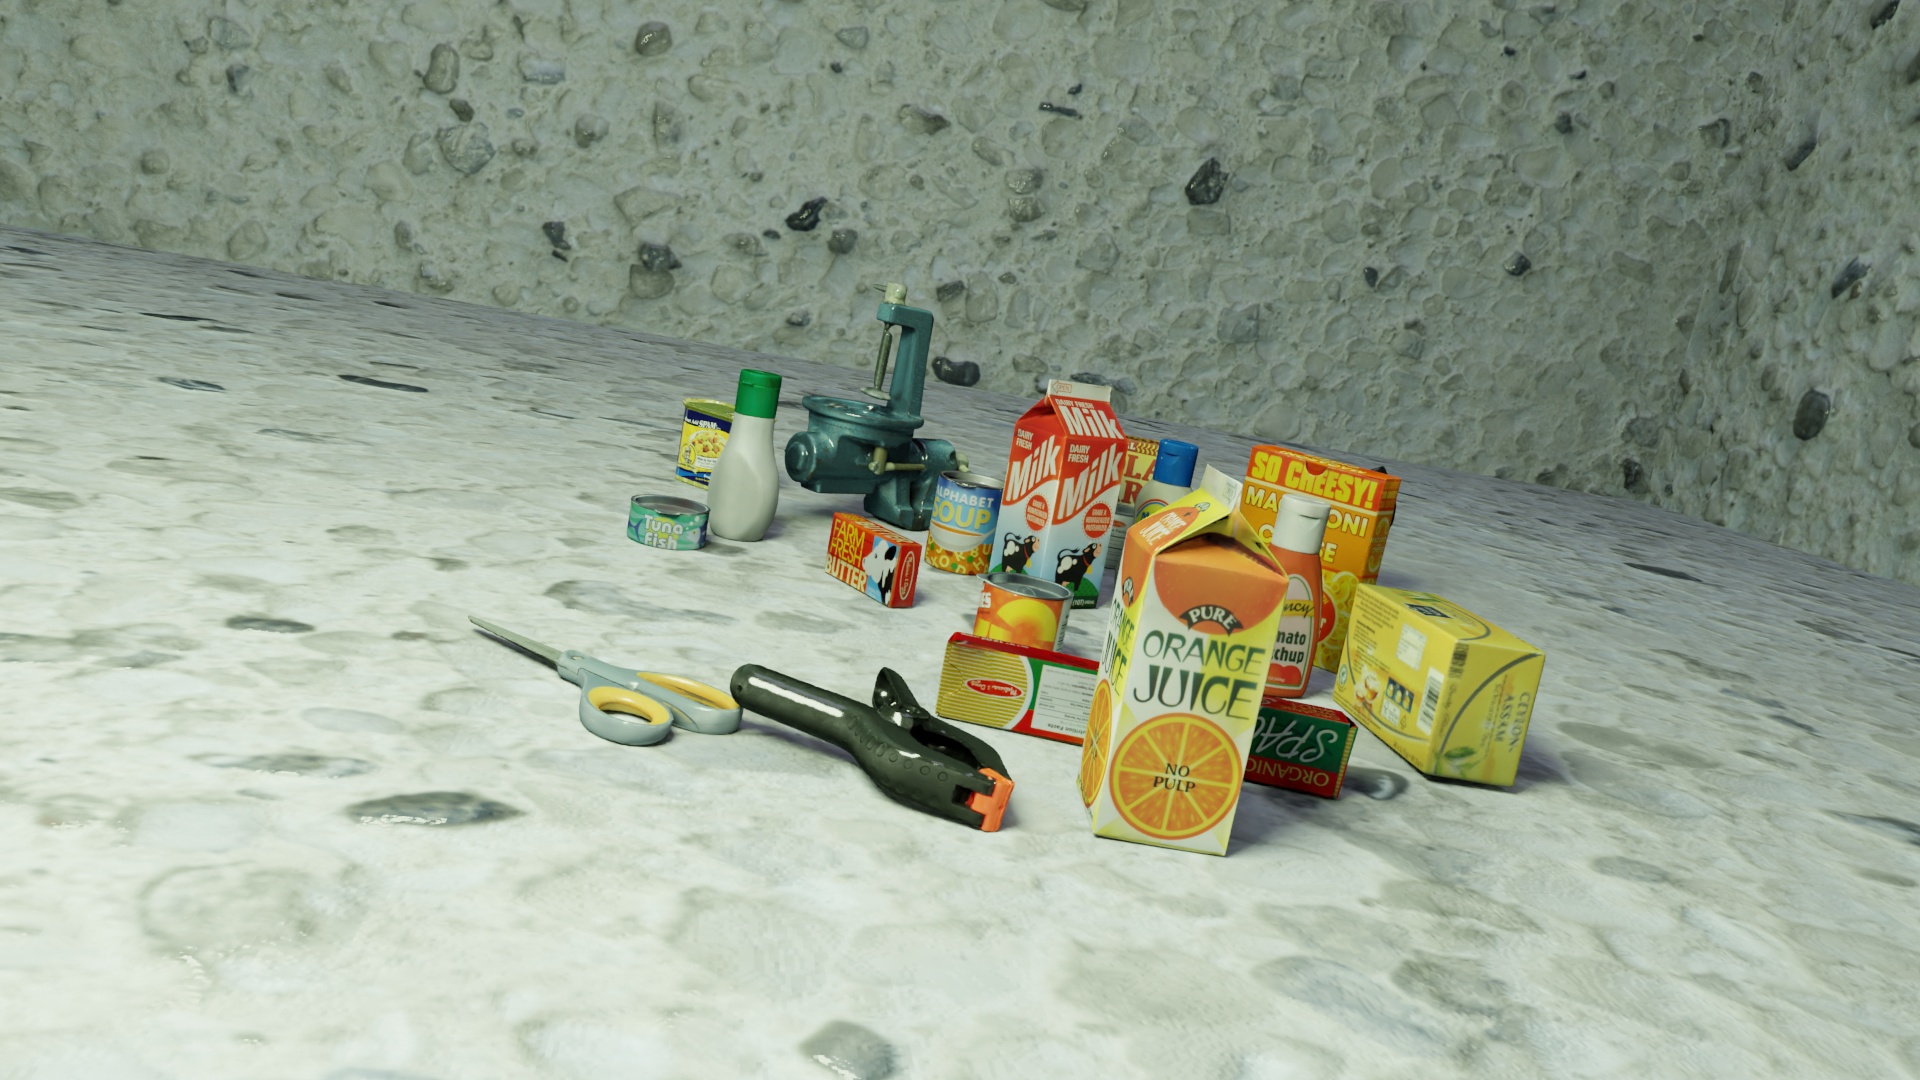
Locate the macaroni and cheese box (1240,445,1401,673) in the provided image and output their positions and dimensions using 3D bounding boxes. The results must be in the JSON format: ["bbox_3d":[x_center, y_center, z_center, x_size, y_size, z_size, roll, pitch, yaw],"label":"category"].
[{"bbox_3d":[0.290,0.014,1.173,0.124,0.166,0.040,19,13,37],"label":"macaroni and cheese box"}]

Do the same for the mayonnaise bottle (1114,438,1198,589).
[{"bbox_3d":[0.186,-0.018,1.279,0.065,0.147,0.041,16,12,27],"label":"mayonnaise bottle"}]

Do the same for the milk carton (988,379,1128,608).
[{"bbox_3d":[0.086,-0.042,1.196,0.072,0.190,0.073,3,13,-37],"label":"milk carton"}]

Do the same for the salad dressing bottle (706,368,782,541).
[{"bbox_3d":[-0.185,-0.075,1.217,0.064,0.147,0.044,16,12,25],"label":"salad dressing bottle"}]

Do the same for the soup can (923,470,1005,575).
[{"bbox_3d":[0.005,-0.016,1.265,0.071,0.083,0.071,10,11,-2],"label":"soup can"}]

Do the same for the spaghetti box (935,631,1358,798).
[{"bbox_3d":[0.111,0.106,0.848,0.250,0.050,0.029,11,11,4],"label":"spaghetti box"}]

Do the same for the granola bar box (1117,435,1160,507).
[{"bbox_3d":[0.137,-0.058,1.493,0.166,0.124,0.039,12,11,8],"label":"granola bar box"}]

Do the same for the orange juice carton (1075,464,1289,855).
[{"bbox_3d":[0.117,0.058,0.727,0.073,0.192,0.072,10,11,-5],"label":"orange juice carton"}]

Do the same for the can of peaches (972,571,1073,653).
[{"bbox_3d":[0.041,0.059,0.997,0.071,0.058,0.071,10,11,-2],"label":"can of peaches"}]

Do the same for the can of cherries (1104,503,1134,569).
[{"bbox_3d":[0.151,-0.007,1.419,0.071,0.058,0.071,10,11,-2],"label":"can of cherries"}]

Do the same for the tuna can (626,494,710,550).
[{"bbox_3d":[-0.244,-0.015,1.160,0.071,0.032,0.071,10,11,-2],"label":"tuna can"}]

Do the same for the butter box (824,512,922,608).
[{"bbox_3d":[-0.072,0.015,1.121,0.024,0.053,0.103,2,14,-37],"label":"butter box"}]

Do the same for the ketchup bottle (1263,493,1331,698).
[{"bbox_3d":[0.242,0.041,1.039,0.065,0.148,0.043,10,11,-3],"label":"ketchup bottle"}]
